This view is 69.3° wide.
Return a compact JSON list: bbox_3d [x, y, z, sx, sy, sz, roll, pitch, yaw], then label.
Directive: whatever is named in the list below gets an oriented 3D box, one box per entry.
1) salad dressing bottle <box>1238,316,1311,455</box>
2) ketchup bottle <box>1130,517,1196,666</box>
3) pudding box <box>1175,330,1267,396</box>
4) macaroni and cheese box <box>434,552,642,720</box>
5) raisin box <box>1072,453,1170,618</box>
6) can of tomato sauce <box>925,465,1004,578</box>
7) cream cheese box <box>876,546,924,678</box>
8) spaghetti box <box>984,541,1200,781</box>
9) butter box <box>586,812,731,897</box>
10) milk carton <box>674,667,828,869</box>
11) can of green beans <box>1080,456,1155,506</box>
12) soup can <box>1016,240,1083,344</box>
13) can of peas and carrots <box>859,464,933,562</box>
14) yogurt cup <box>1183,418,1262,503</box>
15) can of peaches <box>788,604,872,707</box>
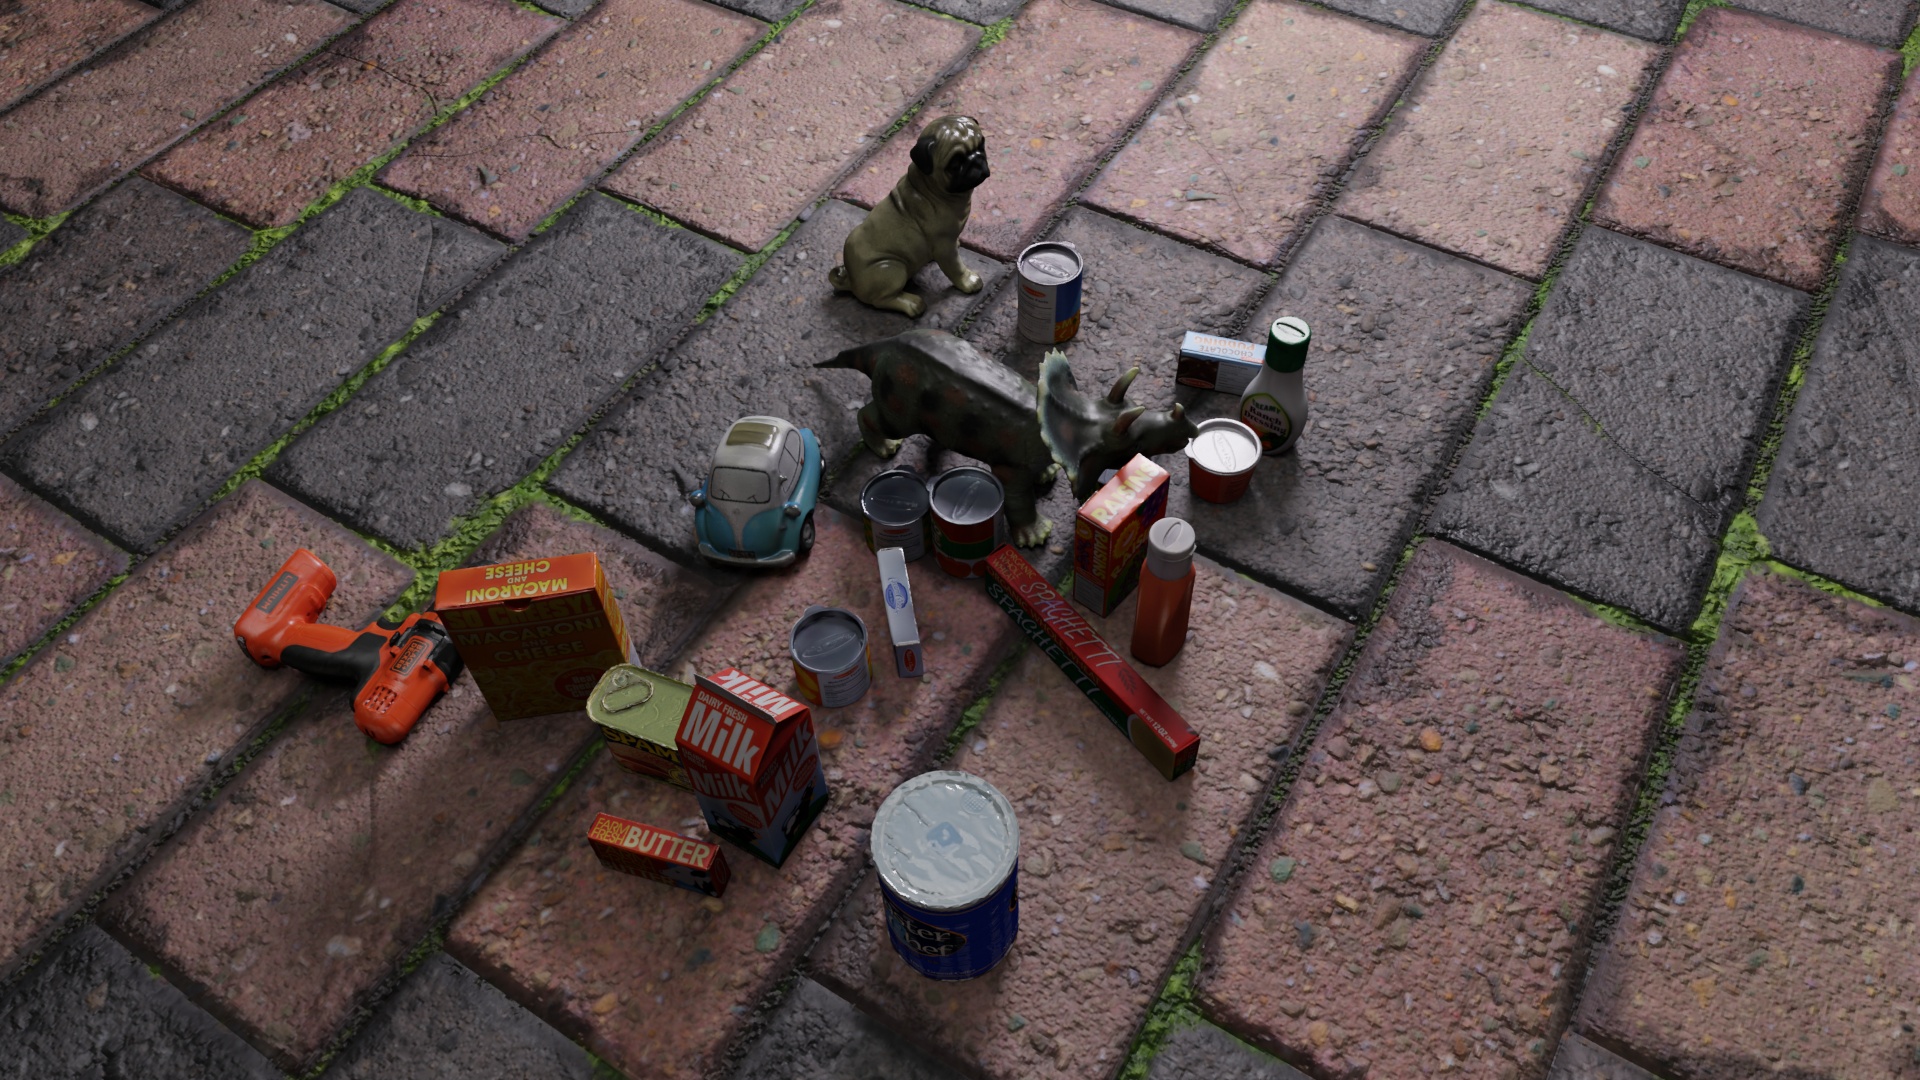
[{"bbox_3d":[0.294,-0.142,1.285,0.064,0.146,0.044,30,59,23],"label":"salad dressing bottle"},{"bbox_3d":[0.170,0.040,1.147,0.043,0.148,0.065,22,57,18],"label":"ketchup bottle"},{"bbox_3d":[0.258,-0.174,1.372,0.084,0.049,0.030,12,54,11],"label":"pudding box"},{"bbox_3d":[-0.336,0.081,1.124,0.124,0.165,0.040,-8,53,-4],"label":"macaroni and cheese box"},{"bbox_3d":[0.138,-0.003,1.198,0.040,0.122,0.086,34,61,25],"label":"raisin box"},{"bbox_3d":[0.004,-0.016,1.239,0.071,0.082,0.071,-1,52,2],"label":"can of tomato sauce"},{"bbox_3d":[-0.052,0.062,1.199,0.024,0.053,0.104,-9,52,-5],"label":"cream cheese box"},{"bbox_3d":[0.105,0.098,1.167,0.029,0.050,0.251,-32,58,-20],"label":"spaghetti box"},{"bbox_3d":[-0.232,0.242,1.067,0.103,0.052,0.024,12,54,12],"label":"butter box"},{"bbox_3d":[-0.155,0.163,1.039,0.072,0.189,0.074,24,57,19],"label":"milk carton"},{"bbox_3d":[0.144,-0.056,1.281,0.071,0.057,0.071,-1,52,2],"label":"can of green beans"},{"bbox_3d":[0.093,-0.254,1.420,0.071,0.083,0.072,-1,52,2],"label":"soup can"},{"bbox_3d":[-0.056,-0.024,1.263,0.071,0.058,0.071,-1,52,2],"label":"can of peas and carrots"},{"bbox_3d":[0.243,-0.071,1.291,0.072,0.053,0.073,-1,52,2],"label":"yogurt cup"},{"bbox_3d":[-0.109,0.097,1.171,0.071,0.057,0.071,-1,52,2],"label":"can of peaches"}]
